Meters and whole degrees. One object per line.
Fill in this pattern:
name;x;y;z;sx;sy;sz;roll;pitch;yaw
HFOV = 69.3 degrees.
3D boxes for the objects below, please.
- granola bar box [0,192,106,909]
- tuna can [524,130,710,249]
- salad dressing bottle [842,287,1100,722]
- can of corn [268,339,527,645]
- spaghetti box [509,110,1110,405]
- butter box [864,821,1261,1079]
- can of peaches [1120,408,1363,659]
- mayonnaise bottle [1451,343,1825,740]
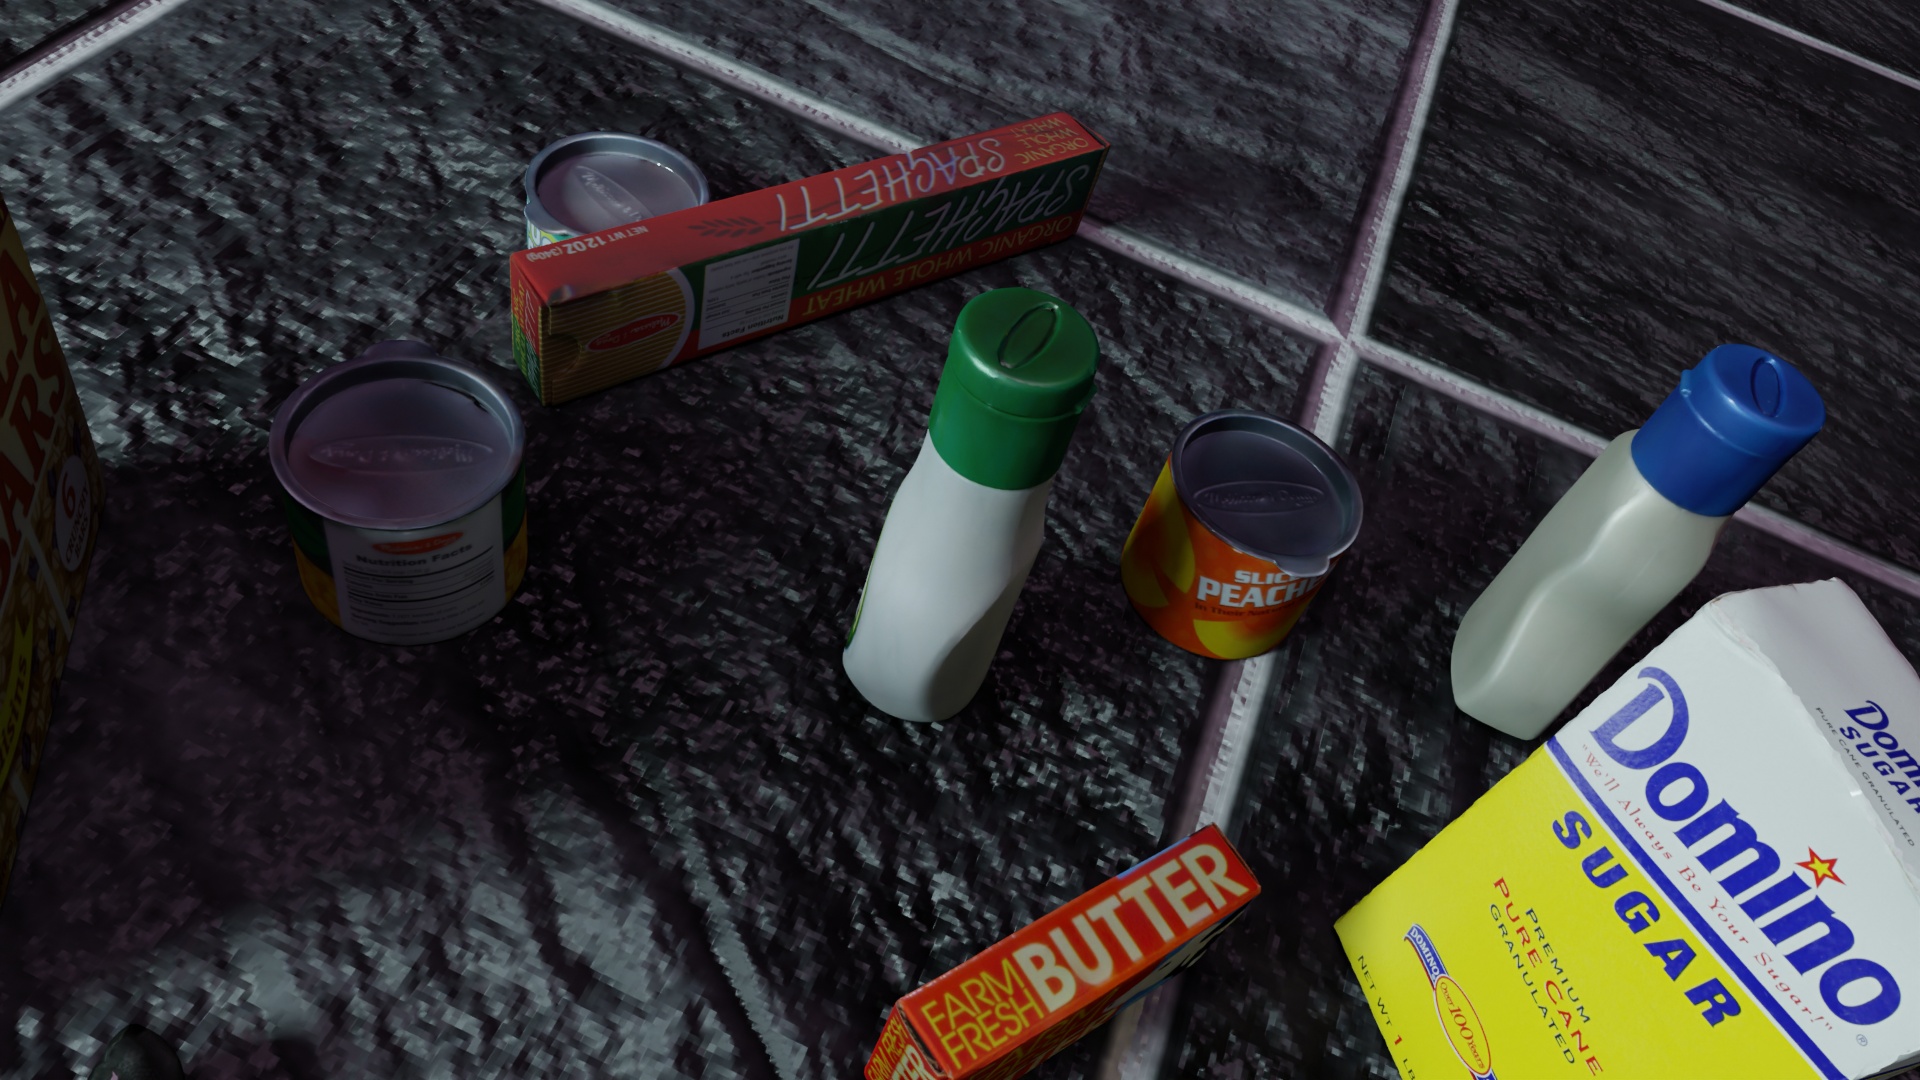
granola bar box;-0.245;0.011;0.319;0.039;0.123;0.166;0;52;-16
tuna can;-0.130;-0.119;0.519;0.071;0.032;0.071;8;50;-10
salad dressing bottle;0.001;-0.005;0.389;0.044;0.146;0.064;30;50;9
can of corn;-0.162;-0.014;0.407;0.071;0.058;0.071;8;50;-10
spaghetti box;-0.048;-0.112;0.526;0.251;0.049;0.029;-24;62;-31
butter box;0.027;0.114;0.361;0.104;0.052;0.024;-21;60;-30
can of peaches;0.094;0.000;0.471;0.071;0.057;0.071;8;50;-10
mayonnaise bottle;0.210;0.002;0.444;0.041;0.147;0.065;27;50;6
